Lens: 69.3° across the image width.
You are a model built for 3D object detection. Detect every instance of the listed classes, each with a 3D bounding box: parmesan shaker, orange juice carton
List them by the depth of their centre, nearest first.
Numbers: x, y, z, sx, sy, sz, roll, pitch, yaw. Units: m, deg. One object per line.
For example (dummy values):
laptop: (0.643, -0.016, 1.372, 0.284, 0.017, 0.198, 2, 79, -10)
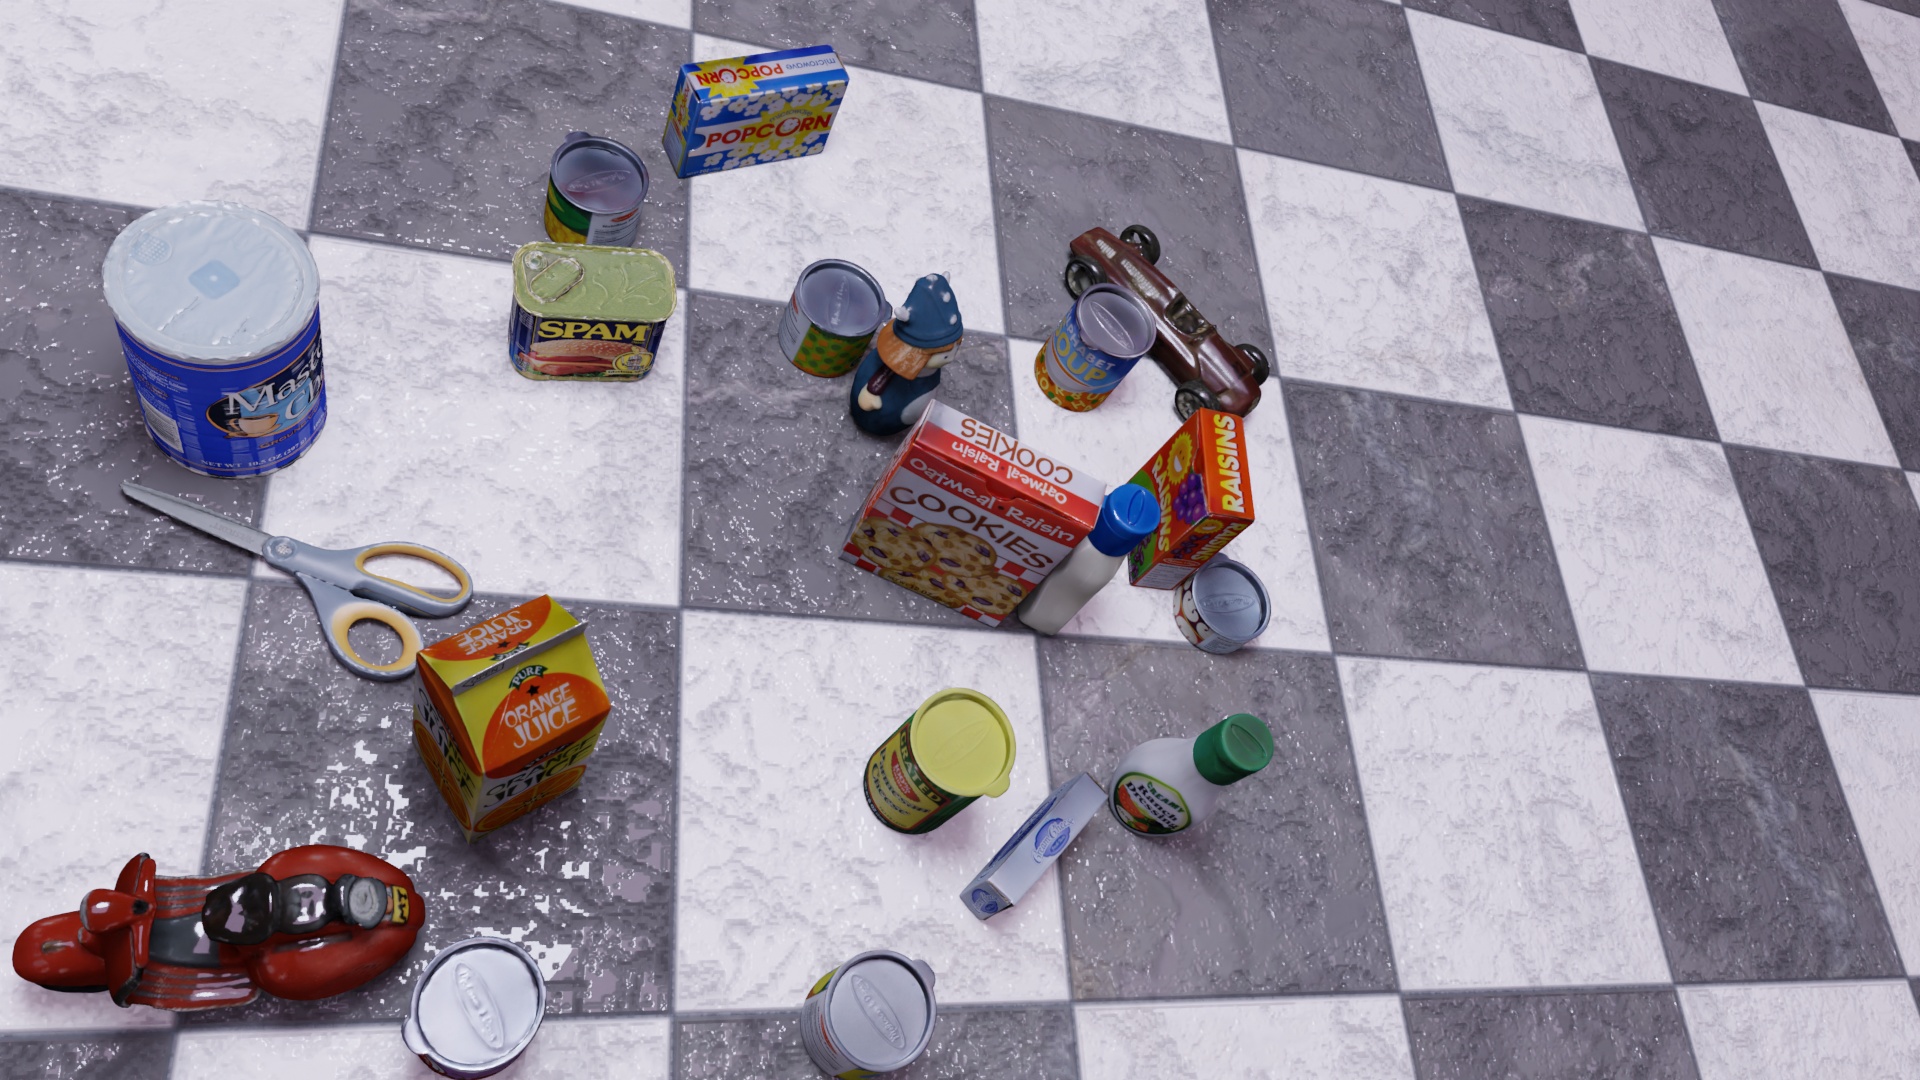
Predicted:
orange juice carton: (-0.240, 0.092, 0.736, 0.072, 0.191, 0.073, -27, 77, -31)
parmesan shaker: (-0.014, 0.141, 0.858, 0.071, 0.102, 0.071, 9, 62, -18)

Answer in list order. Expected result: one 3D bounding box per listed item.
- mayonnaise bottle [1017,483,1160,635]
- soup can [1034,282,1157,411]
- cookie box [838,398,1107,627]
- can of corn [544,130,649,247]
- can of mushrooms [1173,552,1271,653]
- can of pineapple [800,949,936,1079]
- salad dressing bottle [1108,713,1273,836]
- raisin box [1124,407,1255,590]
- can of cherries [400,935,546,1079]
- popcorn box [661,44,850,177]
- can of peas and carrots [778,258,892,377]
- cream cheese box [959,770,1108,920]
mayonnaise bottle: (0.086, 0.010, 0.938, 0.041, 0.147, 0.065, 26, 58, -9)
soup can: (0.099, -0.145, 1.061, 0.071, 0.083, 0.071, 9, 62, -18)
cookie box: (0.003, -0.011, 0.904, 0.123, 0.166, 0.040, 25, 58, -9)
can of corn: (-0.258, -0.242, 0.977, 0.071, 0.058, 0.071, 9, 62, -18)
can of mushrooms: (0.193, 0.047, 1.032, 0.071, 0.033, 0.071, 9, 62, -18)
can of pineapple: (-0.052, 0.274, 0.801, 0.071, 0.057, 0.071, 9, 62, -18)
salad dressing bottle: (0.147, 0.150, 0.893, 0.064, 0.147, 0.044, 44, 57, 3)
raisin box: (0.162, -0.028, 1.004, 0.040, 0.122, 0.086, 9, 62, -18)
can of cherries: (-0.257, 0.247, 0.730, 0.071, 0.058, 0.072, 9, 62, -18)
popcorn box: (-0.154, -0.323, 1.045, 0.127, 0.085, 0.038, -20, 74, -29)
can of peas and carrots: (-0.091, -0.160, 1.004, 0.071, 0.058, 0.071, 9, 62, -18)
cream cheese box: (0.047, 0.195, 0.885, 0.024, 0.053, 0.104, 46, 57, 4)
